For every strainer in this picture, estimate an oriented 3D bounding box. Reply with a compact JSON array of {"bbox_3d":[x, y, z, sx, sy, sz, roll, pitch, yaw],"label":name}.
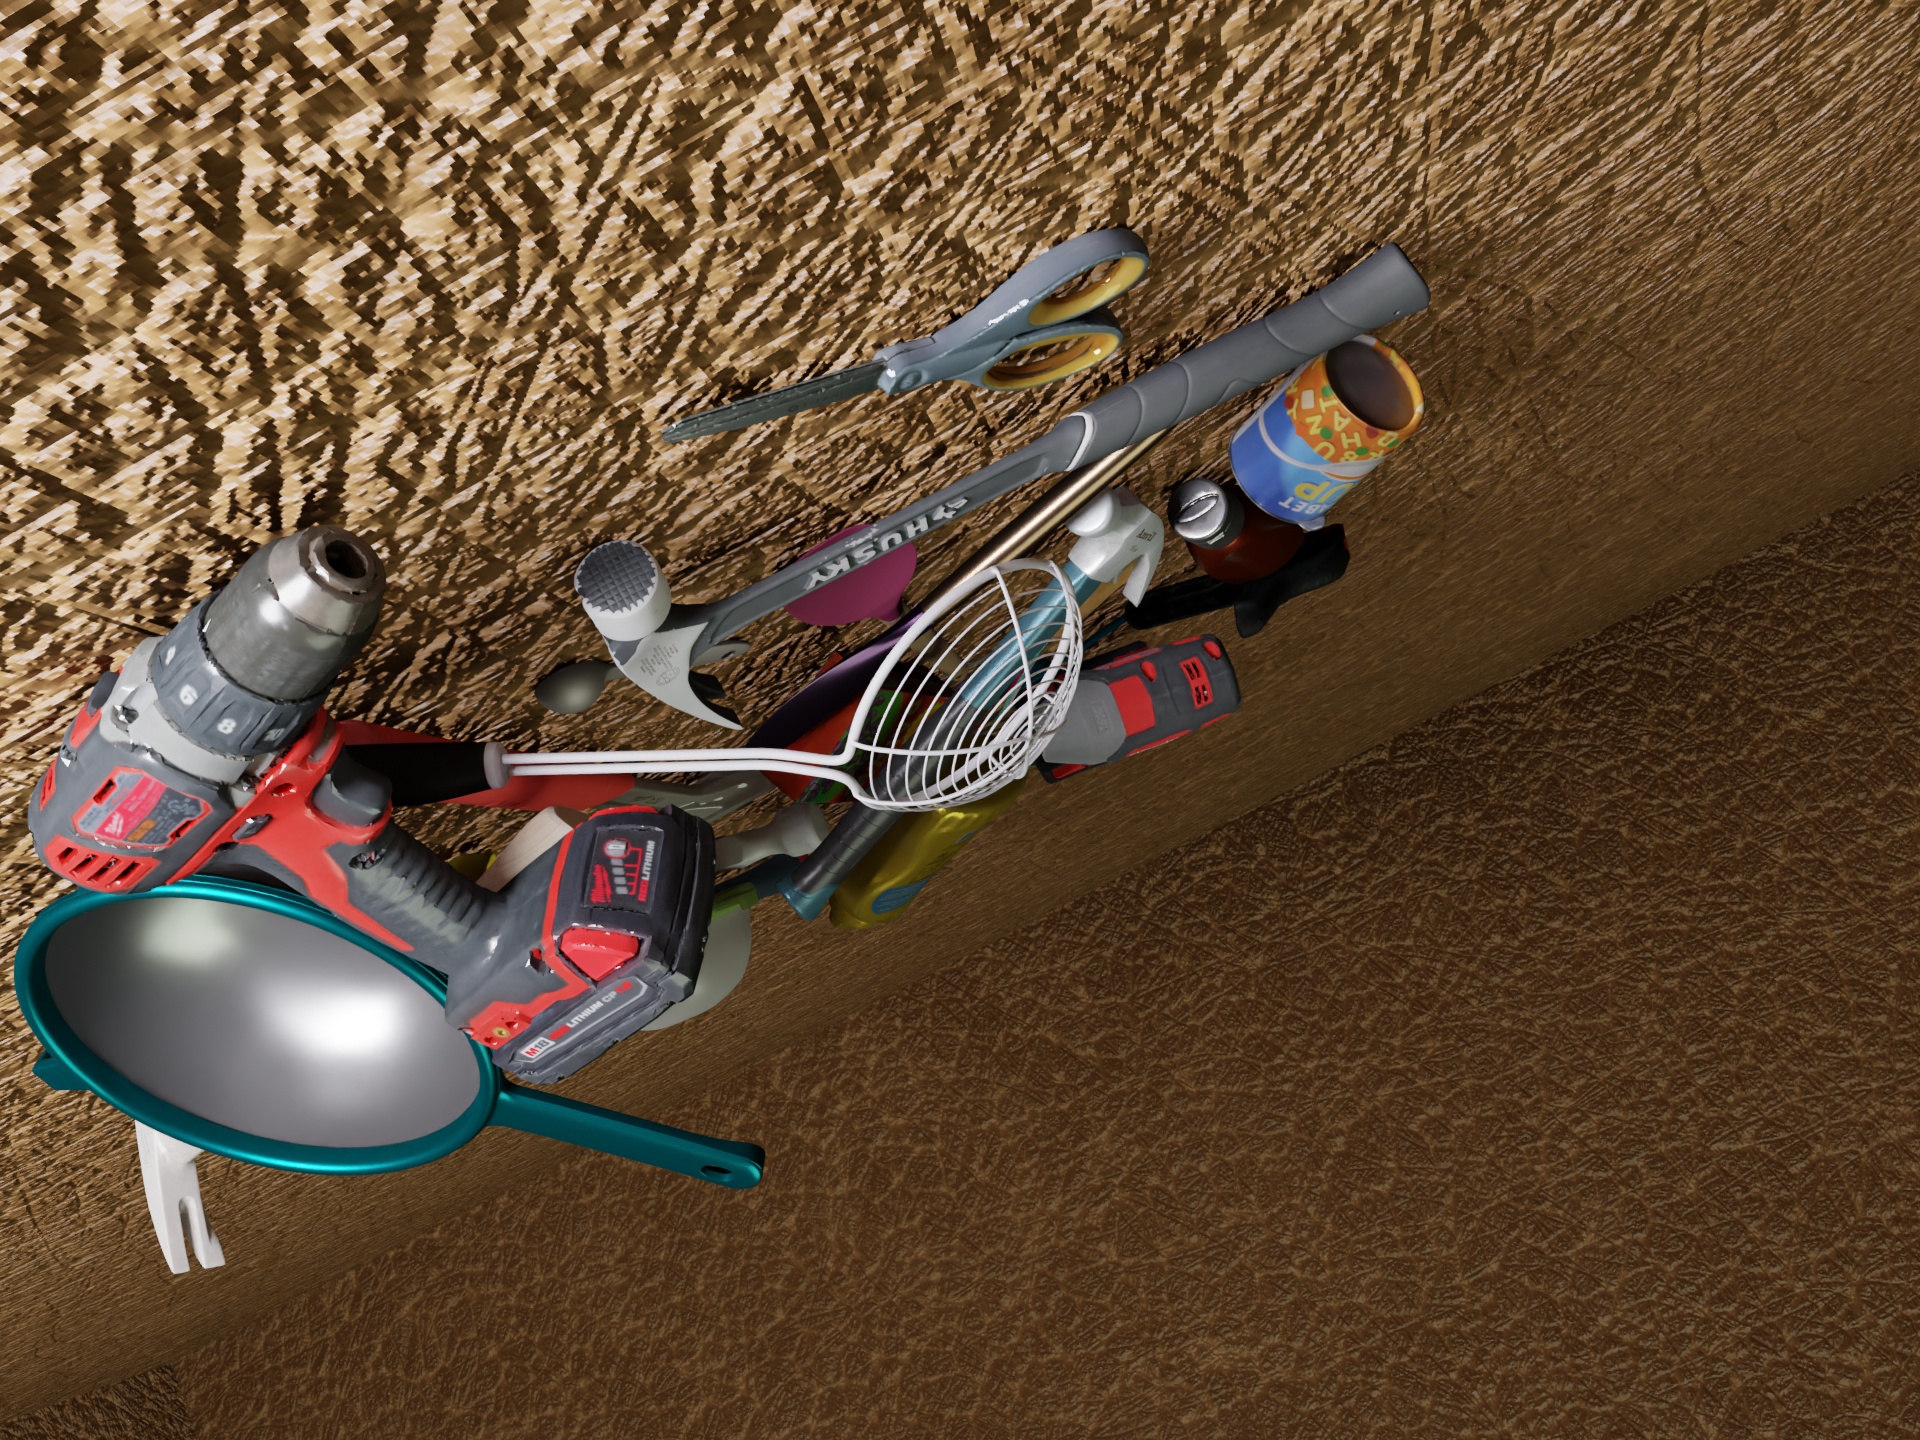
[{"bbox_3d":[-0.248,0.135,0.749,0.340,0.095,0.211,20,131,-14],"label":"strainer"},{"bbox_3d":[-0.202,0.172,1.113,0.151,0.069,0.256,-24,177,-9],"label":"strainer"}]

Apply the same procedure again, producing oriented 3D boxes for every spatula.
[{"bbox_3d":[0.001,-0.072,0.822,0.316,0.018,0.059,-38,164,22],"label":"spatula"}]

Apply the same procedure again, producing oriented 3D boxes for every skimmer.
[{"bbox_3d":[-0.128,-0.007,0.662,0.363,0.090,0.127,-2,143,-1],"label":"skimmer"}]

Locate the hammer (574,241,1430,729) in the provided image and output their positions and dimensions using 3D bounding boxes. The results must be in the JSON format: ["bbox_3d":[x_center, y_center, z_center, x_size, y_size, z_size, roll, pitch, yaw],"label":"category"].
[{"bbox_3d":[0.034,-0.113,0.717,0.409,0.036,0.149,-27,158,-7],"label":"hammer"}]

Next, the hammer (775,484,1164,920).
[{"bbox_3d":[-0.001,-0.003,0.926,0.331,0.033,0.128,-49,160,18],"label":"hammer"}]

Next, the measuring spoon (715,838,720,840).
[{"bbox_3d":[-0.217,0.105,1.159,0.117,0.011,0.021,-15,163,-41],"label":"measuring spoon"}]

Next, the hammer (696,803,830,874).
[{"bbox_3d":[-0.109,0.097,1.239,0.144,0.035,0.405,-19,173,14],"label":"hammer"}]

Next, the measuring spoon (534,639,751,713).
[{"bbox_3d":[-0.150,-0.022,0.778,0.124,0.018,0.034,-15,163,-43],"label":"measuring spoon"}]

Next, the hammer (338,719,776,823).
[{"bbox_3d":[-0.202,0.030,0.841,0.149,0.037,0.359,-29,167,10],"label":"hammer"}]

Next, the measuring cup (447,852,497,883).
[{"bbox_3d":[-0.283,0.138,0.888,0.029,0.157,0.062,2,132,-5],"label":"measuring cup"}]

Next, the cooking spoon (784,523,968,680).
[{"bbox_3d":[-0.033,-0.056,0.874,0.069,0.017,0.318,-33,166,5],"label":"cooking spoon"}]

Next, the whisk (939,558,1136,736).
[{"bbox_3d":[0.043,-0.044,1.021,0.047,0.051,0.245,-6,153,-43],"label":"whisk"}]

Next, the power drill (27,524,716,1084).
[{"bbox_3d":[-0.197,0.034,0.582,0.226,0.080,0.188,33,127,-30],"label":"power drill"}]

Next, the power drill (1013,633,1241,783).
[{"bbox_3d":[0.099,-0.006,1.077,0.143,0.078,0.219,-20,180,-3],"label":"power drill"}]

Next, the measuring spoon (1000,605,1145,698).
[{"bbox_3d":[0.076,-0.056,1.108,0.128,0.021,0.042,-33,-176,-14],"label":"measuring spoon"}]

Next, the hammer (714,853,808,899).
[{"bbox_3d":[-0.293,0.180,1.246,0.386,0.038,0.143,-22,165,-19],"label":"hammer"}]

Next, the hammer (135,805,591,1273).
[{"bbox_3d":[-0.323,0.166,0.854,0.410,0.146,0.038,-32,158,28],"label":"hammer"}]

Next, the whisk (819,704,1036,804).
[{"bbox_3d":[-0.010,0.026,1.194,0.239,0.055,0.055,-15,163,-28],"label":"whisk"}]
